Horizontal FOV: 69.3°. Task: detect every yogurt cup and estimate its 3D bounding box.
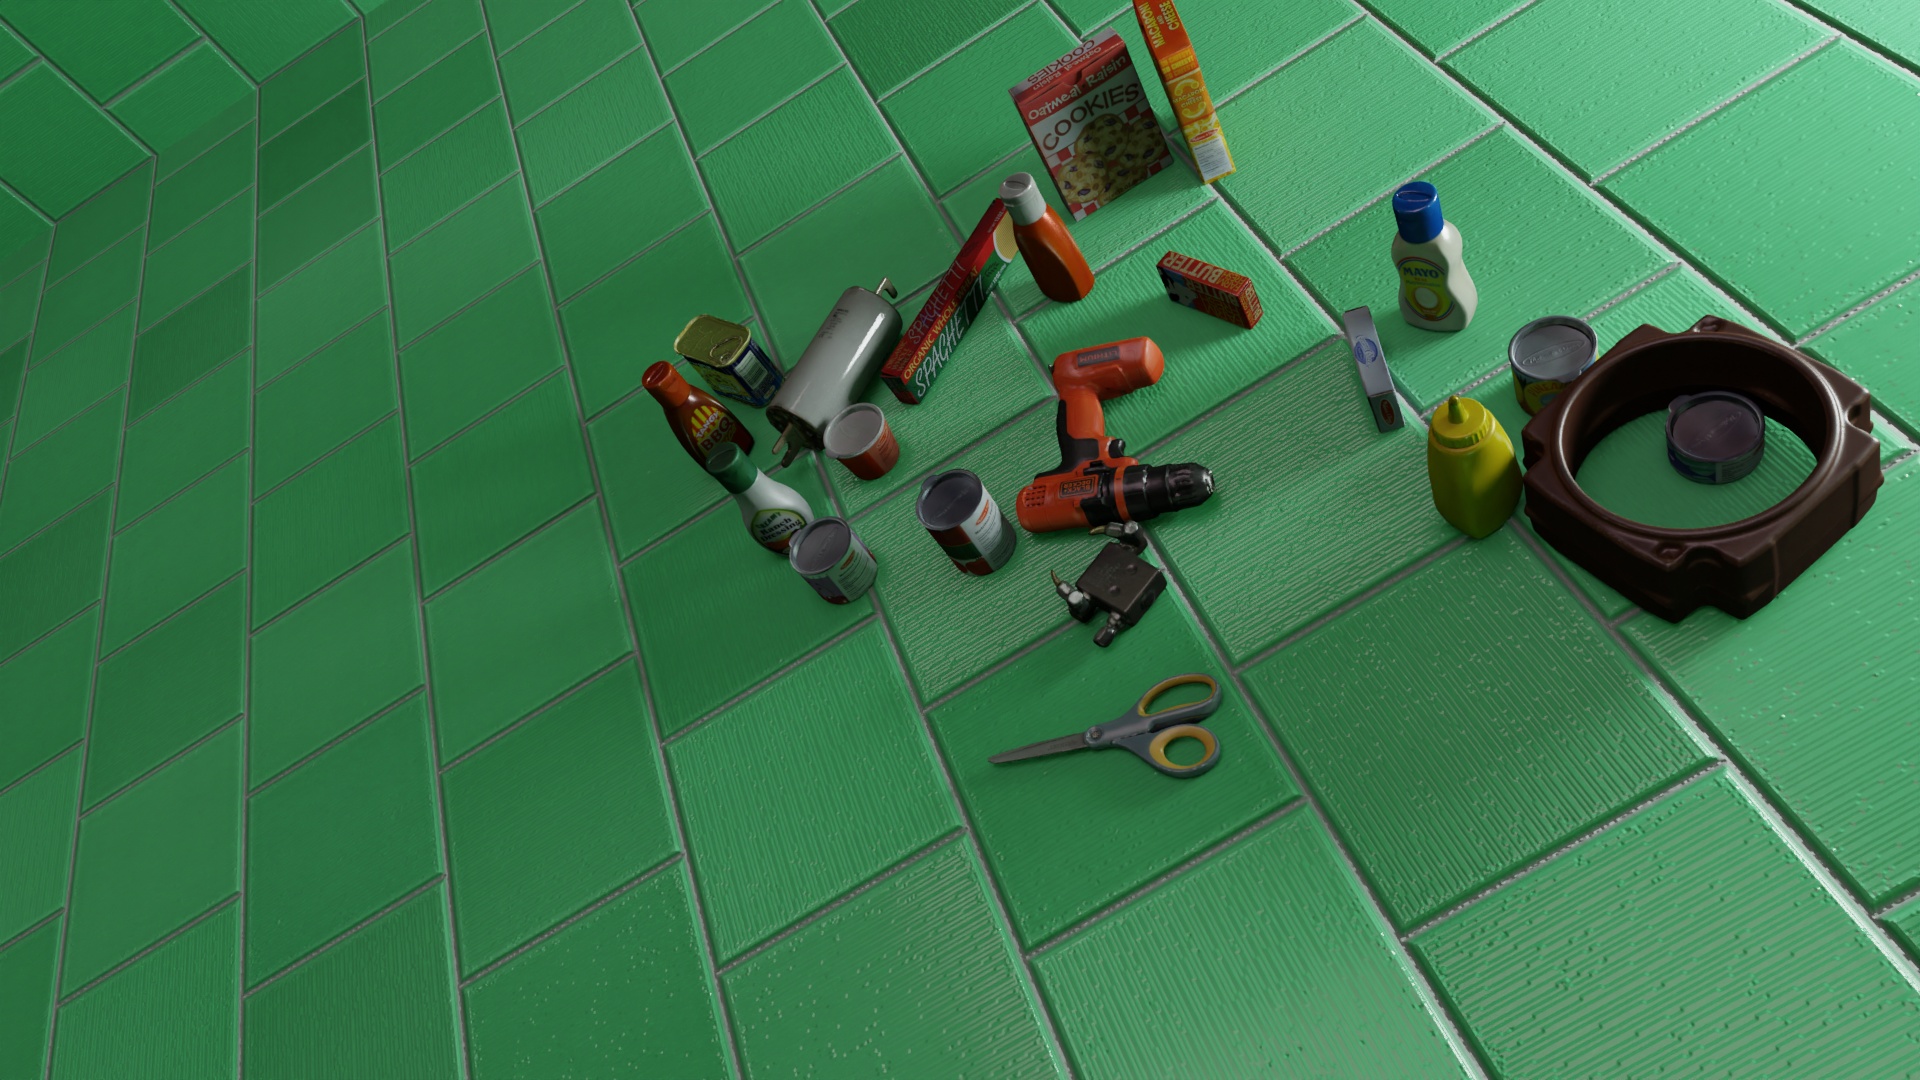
[{"bbox_3d":[-0.097,-0.098,1.410,0.072,0.053,0.073,-15,52,19],"label":"yogurt cup"}]

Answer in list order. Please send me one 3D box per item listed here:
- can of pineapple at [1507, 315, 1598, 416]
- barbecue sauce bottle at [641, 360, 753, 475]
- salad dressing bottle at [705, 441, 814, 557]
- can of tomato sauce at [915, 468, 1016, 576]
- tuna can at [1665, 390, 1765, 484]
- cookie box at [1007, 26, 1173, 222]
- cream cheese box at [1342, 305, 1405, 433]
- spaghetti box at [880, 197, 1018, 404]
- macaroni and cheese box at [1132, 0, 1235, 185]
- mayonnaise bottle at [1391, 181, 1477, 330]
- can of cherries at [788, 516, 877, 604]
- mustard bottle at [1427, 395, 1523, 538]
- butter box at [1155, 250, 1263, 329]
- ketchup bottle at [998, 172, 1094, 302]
[{"bbox_3d":[0.480,-0.137,1.120,0.071,0.057,0.071,-15,52,19],"label":"can of pineapple"},{"bbox_3d":[-0.281,-0.131,1.471,0.044,0.148,0.065,25,72,39],"label":"barbecue sauce bottle"},{"bbox_3d":[-0.195,-0.040,1.358,0.064,0.147,0.044,-25,49,11],"label":"salad dressing bottle"},{"bbox_3d":[0.005,-0.016,1.275,0.071,0.083,0.071,-15,52,19],"label":"can of tomato sauce"},{"bbox_3d":[0.567,-0.079,1.047,0.071,0.032,0.071,-15,52,19],"label":"tuna can"},{"bbox_3d":[0.138,-0.430,1.447,0.123,0.167,0.040,-31,48,6],"label":"cookie box"},{"bbox_3d":[0.356,-0.148,1.199,0.024,0.053,0.104,-17,51,18],"label":"cream cheese box"},{"bbox_3d":[-0.004,-0.255,1.476,0.029,0.050,0.251,16,66,36],"label":"spaghetti box"},{"bbox_3d":[0.229,-0.467,1.425,0.040,0.166,0.124,-22,50,14],"label":"macaroni and cheese box"},{"bbox_3d":[0.397,-0.240,1.180,0.065,0.147,0.041,15,66,36],"label":"mayonnaise bottle"},{"bbox_3d":[-0.123,0.019,1.336,0.071,0.058,0.072,-15,52,19],"label":"can of cherries"},{"bbox_3d":[0.385,-0.065,1.051,0.065,0.159,0.049,-43,48,-5],"label":"mustard bottle"},{"bbox_3d":[0.239,-0.240,1.331,0.104,0.053,0.024,31,76,40],"label":"butter box"},{"bbox_3d":[0.083,-0.304,1.398,0.065,0.148,0.043,21,70,38],"label":"ketchup bottle"}]
